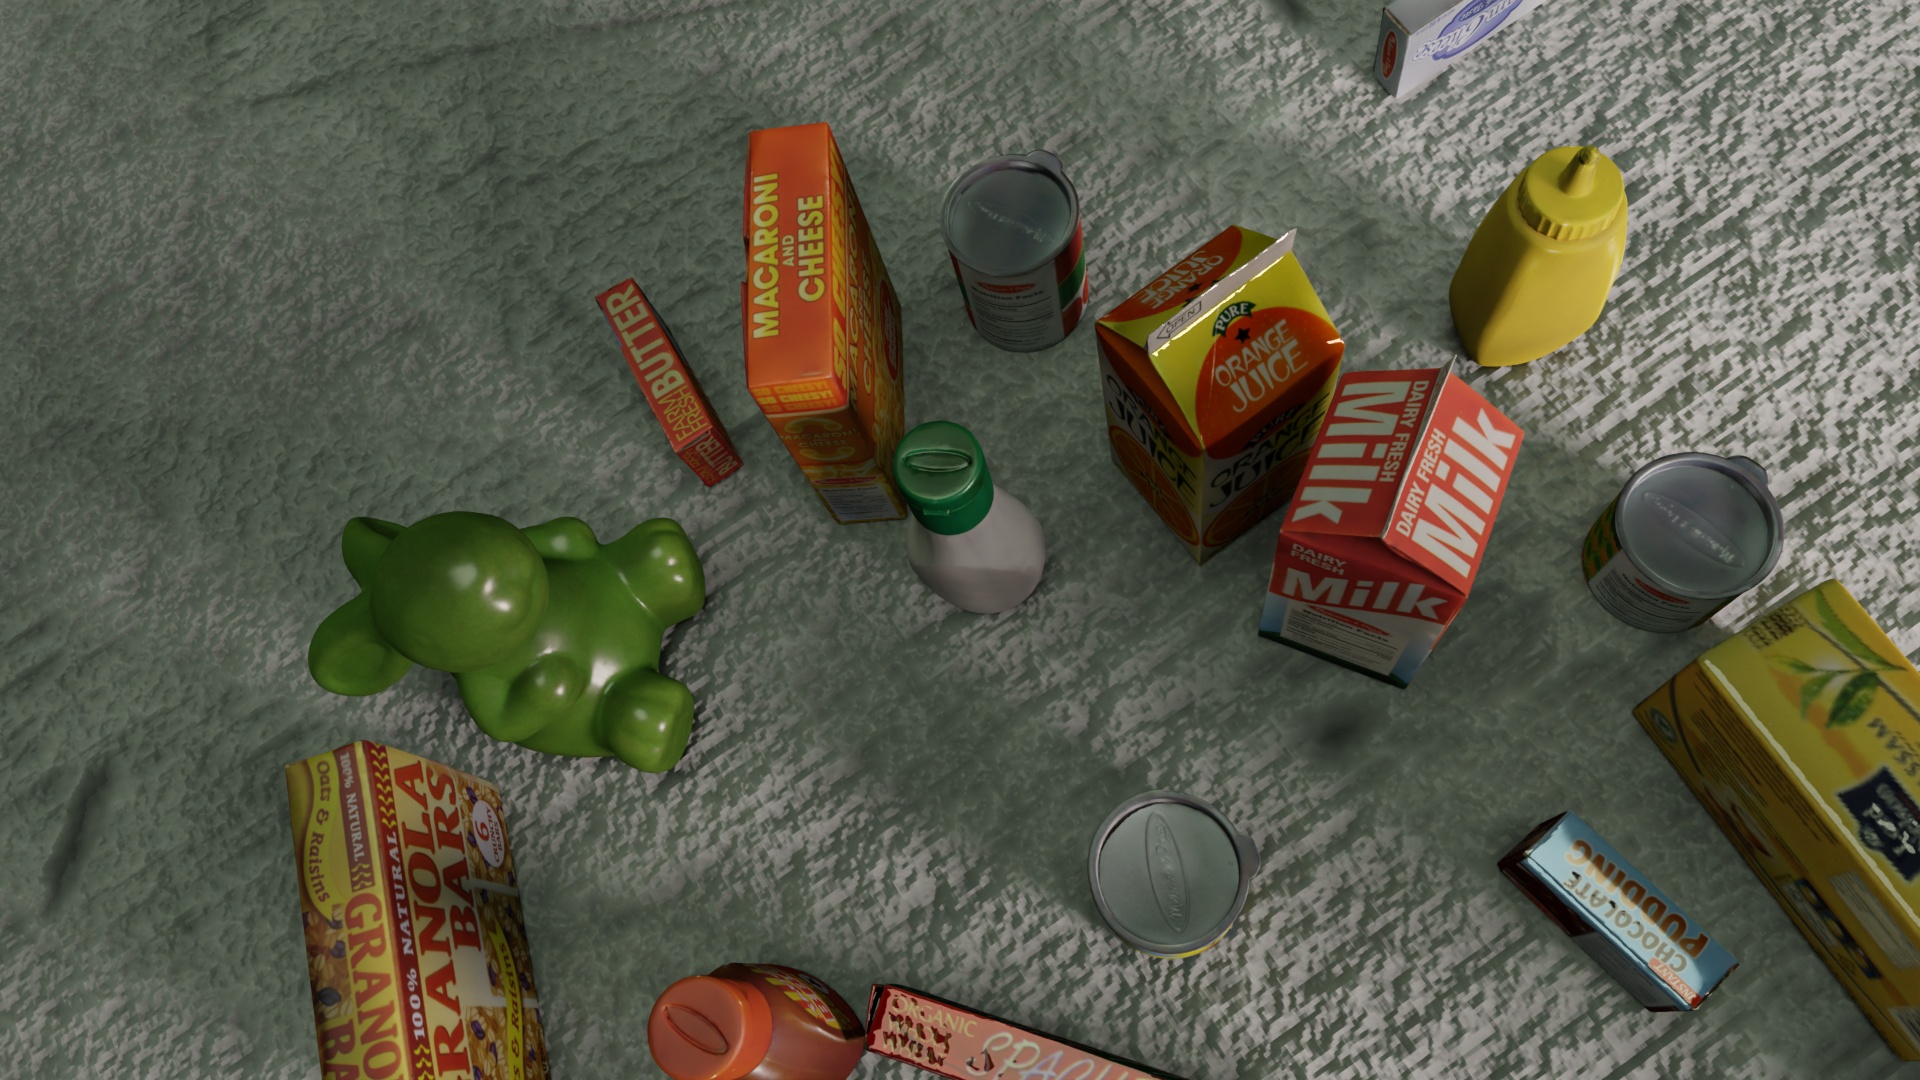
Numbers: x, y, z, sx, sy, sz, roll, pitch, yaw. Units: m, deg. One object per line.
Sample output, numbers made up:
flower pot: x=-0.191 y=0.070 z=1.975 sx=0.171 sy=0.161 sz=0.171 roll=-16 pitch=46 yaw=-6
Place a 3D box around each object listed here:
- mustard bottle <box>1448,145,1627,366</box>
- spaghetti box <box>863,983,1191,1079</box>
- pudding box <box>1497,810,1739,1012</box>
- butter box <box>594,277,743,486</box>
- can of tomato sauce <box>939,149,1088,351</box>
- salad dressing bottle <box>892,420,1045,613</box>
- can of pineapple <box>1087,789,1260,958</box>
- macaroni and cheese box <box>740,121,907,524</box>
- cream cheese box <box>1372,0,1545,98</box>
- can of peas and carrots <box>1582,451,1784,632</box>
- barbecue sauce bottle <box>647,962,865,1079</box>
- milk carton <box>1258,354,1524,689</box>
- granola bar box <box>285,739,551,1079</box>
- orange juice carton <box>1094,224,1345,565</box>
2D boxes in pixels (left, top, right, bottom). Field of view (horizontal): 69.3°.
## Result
mustard bottle: x=0.259 y=-0.130 z=0.611 sx=0.065 sy=0.160 sz=0.049 roll=-16 pitch=70 yaw=4
spaghetti box: x=0.081 y=0.233 z=0.570 sx=0.250 sy=0.050 sz=0.029 roll=14 pitch=74 yaw=13
pudding box: x=0.267 y=0.152 z=0.570 sx=0.030 sy=0.049 sz=0.084 roll=-43 pitch=70 yaw=-7
butter box: x=-0.149 y=-0.081 z=0.715 sx=0.024 sy=0.053 sz=0.104 roll=-30 pitch=69 yaw=-2
can of tomato sauce: x=0.030 y=-0.143 z=0.693 sx=0.071 sy=0.083 sz=0.071 roll=-3 pitch=71 yaw=8
salad dressing bottle: x=0.002 y=-0.008 z=0.615 sx=0.064 sy=0.147 sz=0.044 roll=3 pitch=72 yaw=10
can of pineapple: x=0.091 y=0.145 z=0.595 sx=0.071 sy=0.057 sz=0.071 roll=-3 pitch=71 yaw=8
macaroni and cheese box: x=-0.060 y=-0.092 z=0.644 sx=0.040 sy=0.166 sz=0.124 roll=-5 pitch=70 yaw=7
cream cheese box: x=0.263 y=-0.279 z=0.720 sx=0.104 sy=0.053 sz=0.024 roll=-34 pitch=70 yaw=-4
can of peas and carrots: x=0.316 y=0.000 z=0.611 sx=0.071 sy=0.058 sz=0.071 roll=-3 pitch=71 yaw=8
barbecue sauce bottle: x=-0.083 y=0.195 z=0.556 sx=0.065 sy=0.148 sz=0.044 roll=29 pitch=78 yaw=17
milk carton: x=0.172 y=-0.005 z=0.564 sx=0.073 sy=0.190 sz=0.072 roll=21 pitch=76 yaw=15
granola bar box: x=-0.229 y=0.178 z=0.597 sx=0.039 sy=0.124 sz=0.166 roll=-19 pitch=69 yaw=2
orange juice carton: x=0.109 y=-0.064 z=0.594 sx=0.072 sy=0.192 sz=0.073 roll=-36 pitch=70 yaw=-4
